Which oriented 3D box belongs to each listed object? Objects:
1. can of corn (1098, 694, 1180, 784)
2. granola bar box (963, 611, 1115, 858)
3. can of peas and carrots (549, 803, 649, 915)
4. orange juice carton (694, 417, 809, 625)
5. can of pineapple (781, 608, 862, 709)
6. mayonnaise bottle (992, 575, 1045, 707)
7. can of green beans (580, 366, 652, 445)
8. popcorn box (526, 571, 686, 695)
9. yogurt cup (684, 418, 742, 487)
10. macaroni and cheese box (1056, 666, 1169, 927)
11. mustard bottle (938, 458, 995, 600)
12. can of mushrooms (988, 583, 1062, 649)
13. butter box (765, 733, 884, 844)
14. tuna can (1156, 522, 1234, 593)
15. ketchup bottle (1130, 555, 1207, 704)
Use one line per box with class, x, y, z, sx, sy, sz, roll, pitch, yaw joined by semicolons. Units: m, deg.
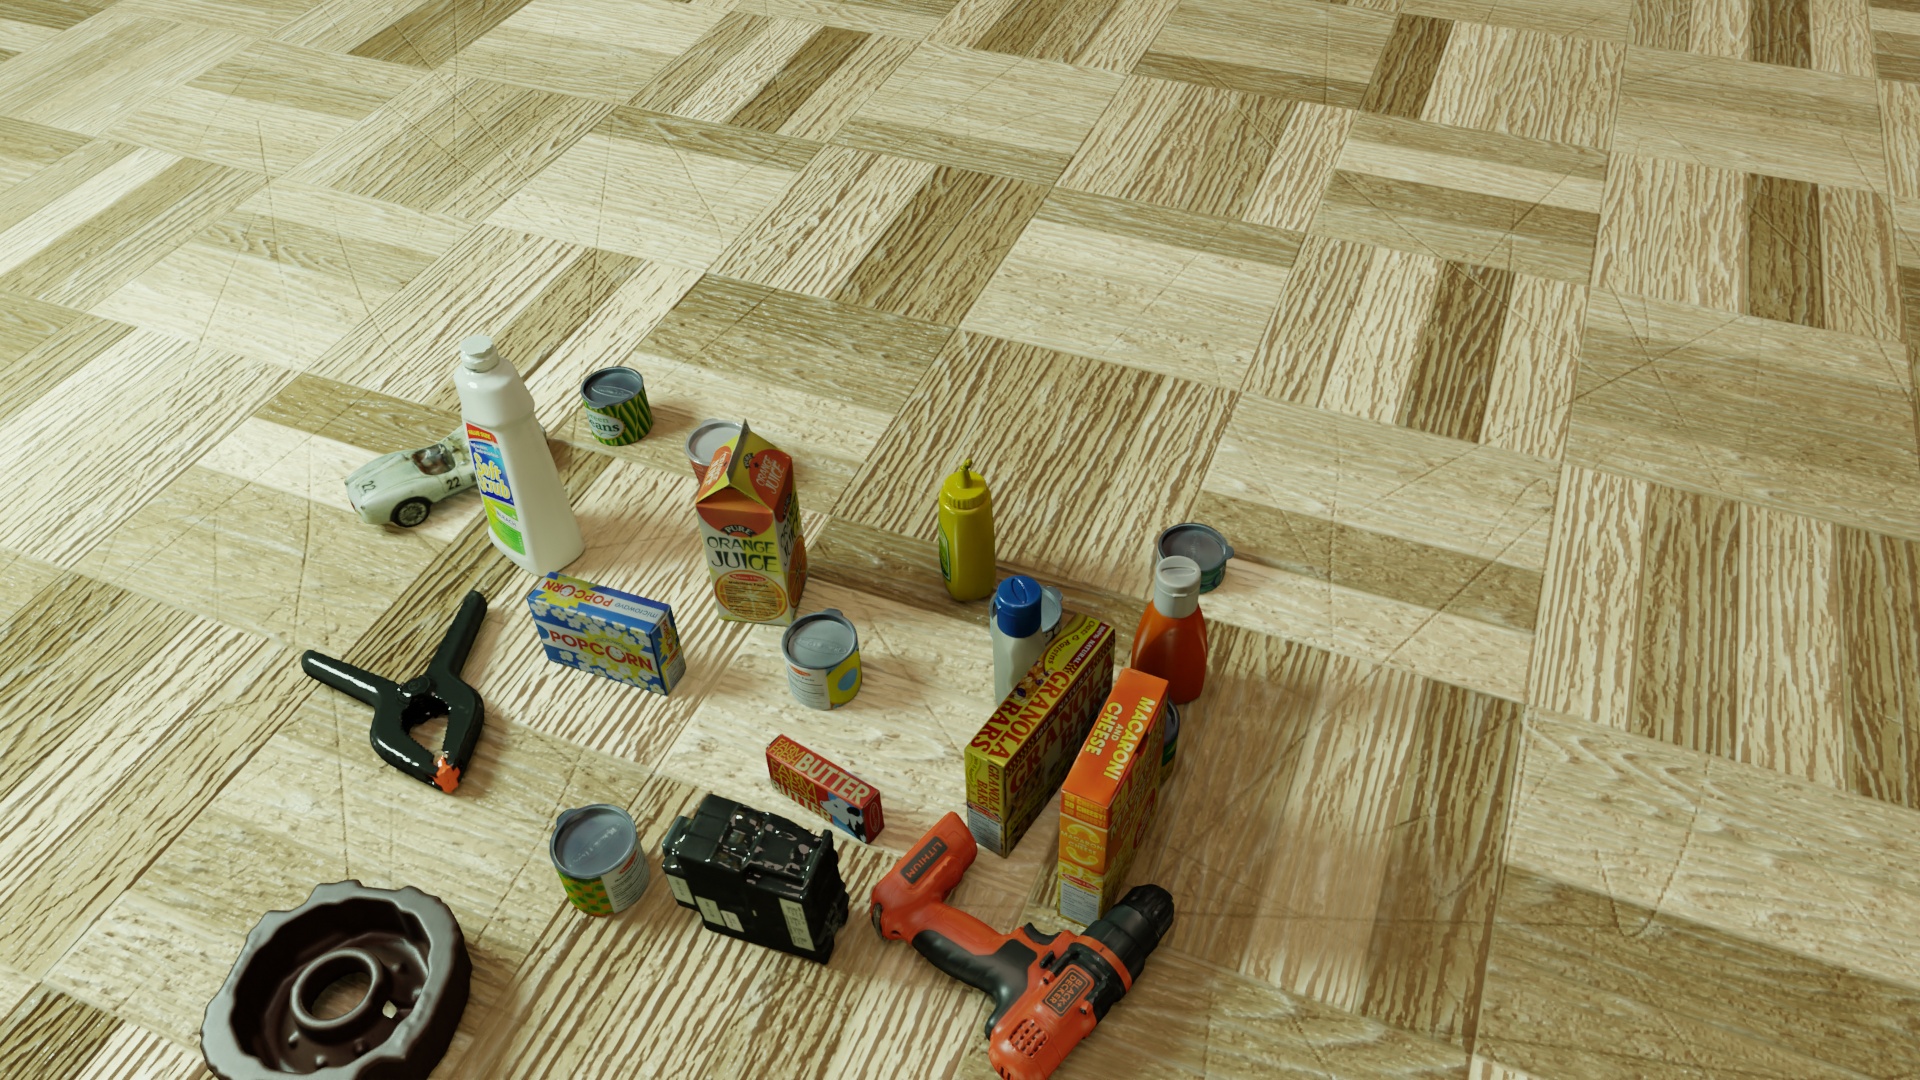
can of corn;0.147;0.162;1.147;0.071;0.058;0.071;-1;45;1
granola bar box;0.066;0.155;1.111;0.039;0.123;0.166;24;50;25
can of peas and carrots;-0.281;0.247;1.077;0.071;0.058;0.071;-1;45;1
orange juice carton;-0.187;-0.014;1.243;0.073;0.191;0.072;5;45;7
can of pineapple;-0.119;0.104;1.216;0.071;0.057;0.071;-1;45;1
mayonnaise bottle;0.050;0.092;1.158;0.041;0.147;0.065;-13;46;-11
can of green beans;-0.365;-0.143;1.475;0.071;0.057;0.071;-1;45;1
popcorn box;-0.311;0.082;1.226;0.127;0.084;0.038;14;47;16
yogurt cup;-0.242;-0.081;1.411;0.072;0.053;0.073;-1;45;1
macaroni and cheese box;0.115;0.195;1.039;0.040;0.165;0.124;18;48;19
mustard bottle;0.004;-0.016;1.261;0.049;0.159;0.065;-11;45;-9
can of mushrooms;0.061;0.071;1.260;0.071;0.033;0.071;-1;45;1
butter box;-0.110;0.200;1.122;0.103;0.052;0.024;25;51;25
tuna can;0.221;0.017;1.309;0.071;0.032;0.071;-1;45;1
ketchup bottle;0.178;0.077;1.168;0.065;0.148;0.044;-1;45;1
